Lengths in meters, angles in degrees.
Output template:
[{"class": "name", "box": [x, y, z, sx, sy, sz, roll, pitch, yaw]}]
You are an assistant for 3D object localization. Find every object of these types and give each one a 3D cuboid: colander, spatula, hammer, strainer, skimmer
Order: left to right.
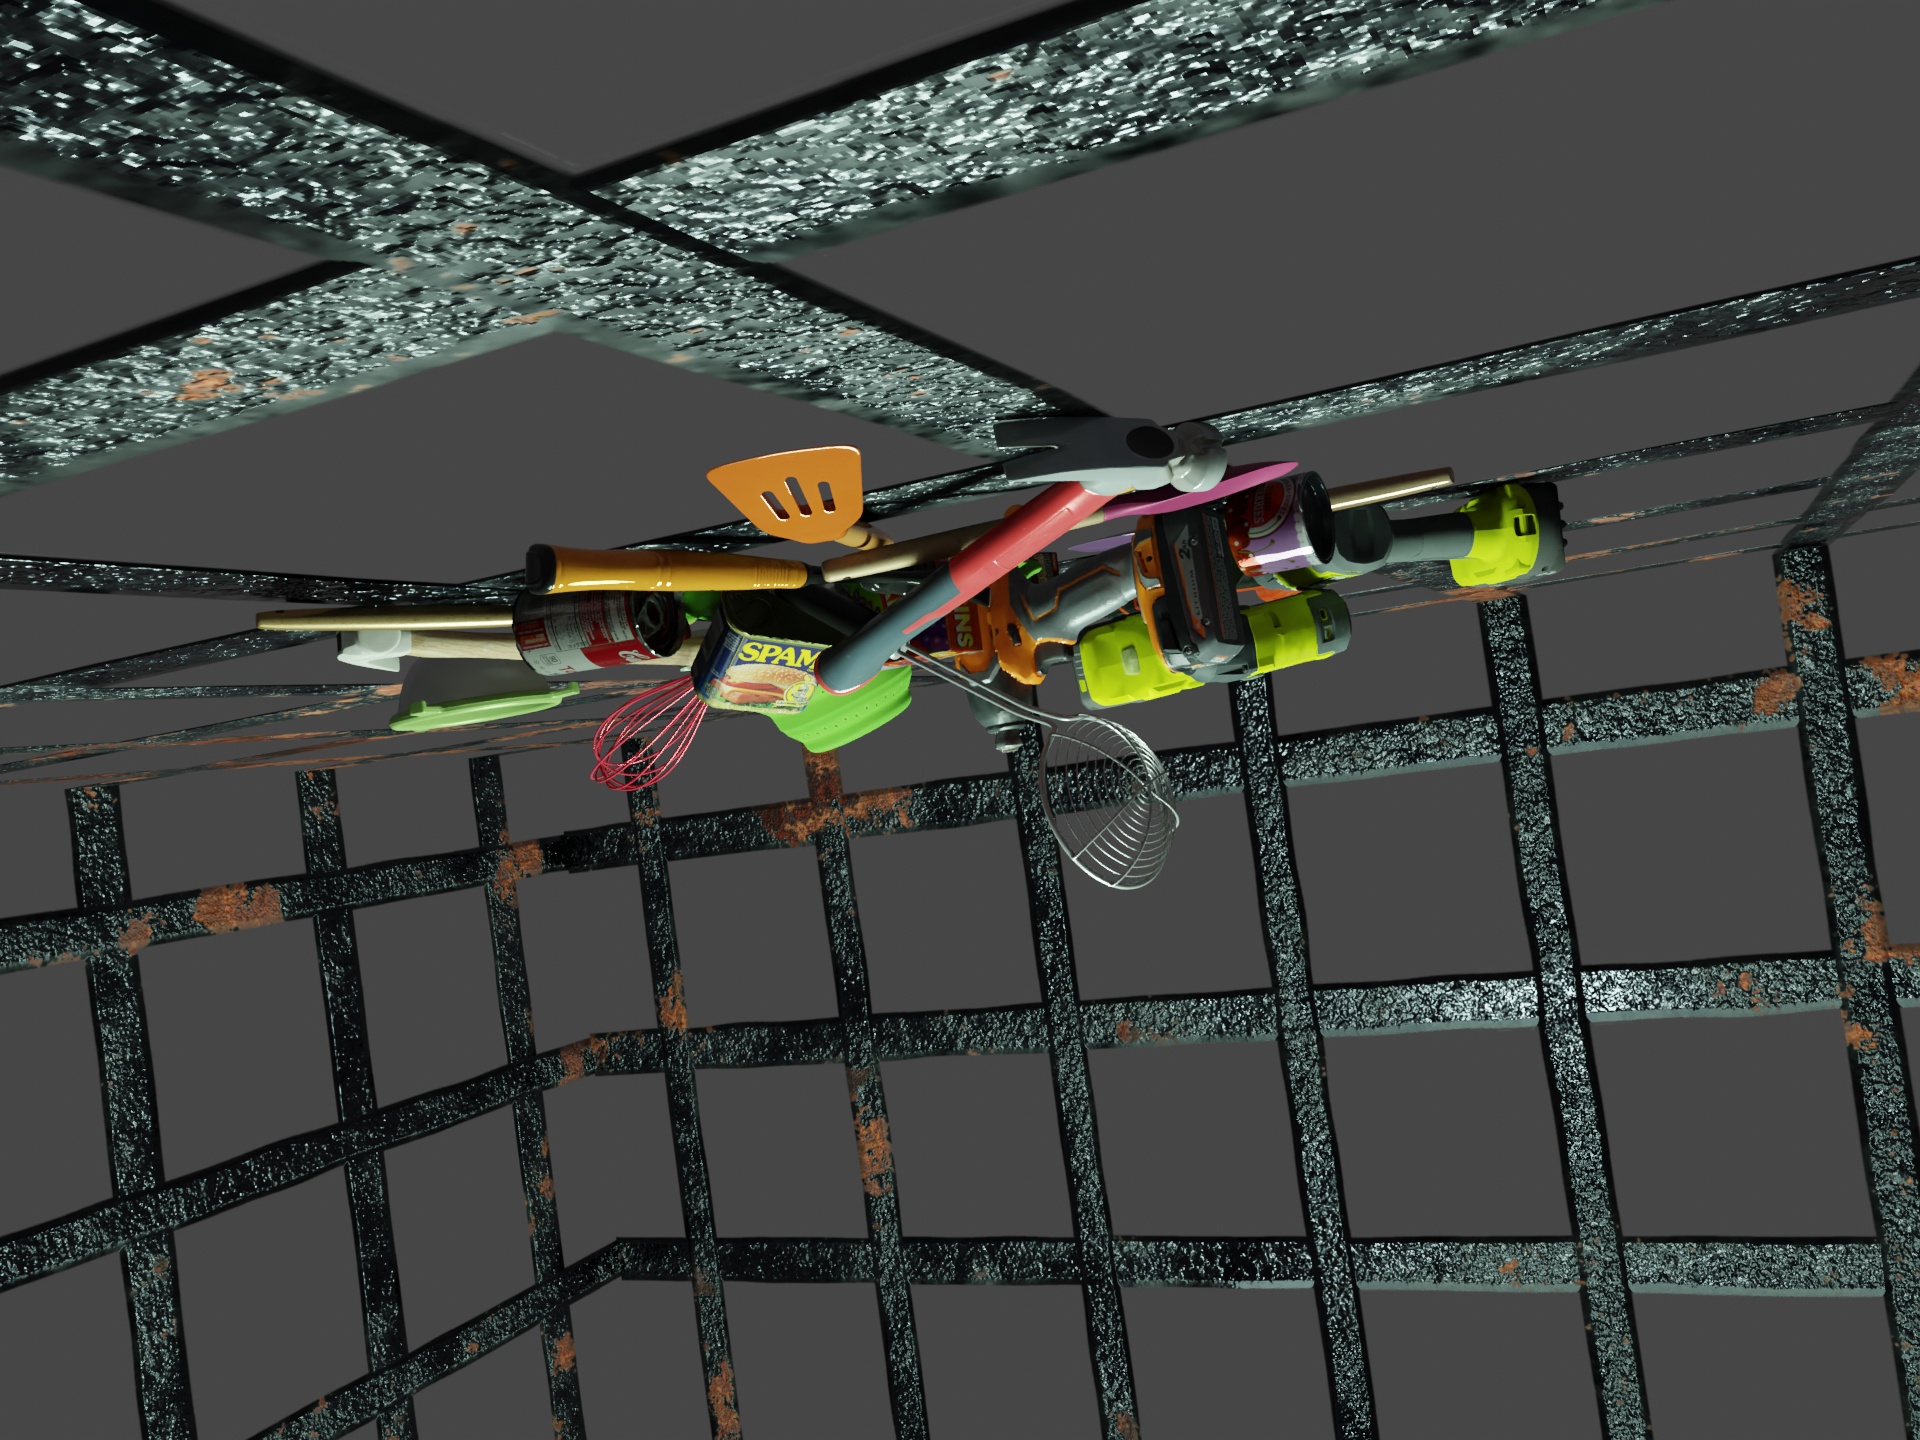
[{"class": "strainer", "box": [-0.468, -0.031, 1.473, 0.151, 0.069, 0.256, -10, 180, -35]}, {"class": "hammer", "box": [-0.335, -0.059, 1.297, 0.331, 0.031, 0.130, 0, 176, -33]}, {"class": "hammer", "box": [-0.133, -0.098, 1.072, 0.336, 0.034, 0.127, -4, -170, -44]}, {"class": "spatula", "box": [-0.072, -0.125, 0.964, 0.081, 0.041, 0.322, -9, -178, 7]}, {"class": "colander", "box": [-0.059, -0.051, 1.444, 0.397, 0.094, 0.204, -18, -167, 45]}, {"class": "hammer", "box": [-0.010, -0.089, 0.983, 0.143, 0.038, 0.386, -6, 166, -33]}, {"class": "skimmer", "box": [-0.002, -0.004, 1.166, 0.363, 0.090, 0.127, 29, -142, 22]}, {"class": "spatula", "box": [0.225, -0.159, 1.235, 0.316, 0.018, 0.059, -8, 178, 33]}]

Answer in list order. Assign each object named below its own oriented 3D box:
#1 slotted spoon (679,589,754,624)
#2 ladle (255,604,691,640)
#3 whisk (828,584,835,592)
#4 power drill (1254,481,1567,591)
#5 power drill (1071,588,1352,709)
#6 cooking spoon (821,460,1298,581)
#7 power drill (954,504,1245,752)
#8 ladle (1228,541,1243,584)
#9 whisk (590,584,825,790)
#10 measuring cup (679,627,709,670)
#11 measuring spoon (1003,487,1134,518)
[{"class": "slotted spoon", "box": [-0.237, -0.088, 1.364, 0.070, 0.031, 0.314, -8, 180, -24]}, {"class": "ladle", "box": [-0.346, -0.076, 1.165, 0.315, 0.031, 0.069, -3, -152, -31]}, {"class": "whisk", "box": [-0.143, -0.090, 1.420, 0.055, 0.055, 0.239, -7, 174, -36]}, {"class": "power drill", "box": [0.372, -0.148, 1.354, 0.228, 0.080, 0.190, -5, 178, -12]}, {"class": "power drill", "box": [0.196, -0.061, 1.354, 0.171, 0.080, 0.223, -14, -177, -29]}, {"class": "cooking spoon", "box": [0.066, -0.131, 1.027, 0.319, 0.017, 0.069, -14, 177, -8]}, {"class": "power drill", "box": [0.097, -0.070, 1.225, 0.226, 0.164, 0.084, -11, 175, 28]}, {"class": "ladle", "box": [0.124, -0.135, 1.425, 0.078, 0.062, 0.320, -9, -174, -41]}, {"class": "whisk", "box": [-0.213, -0.031, 1.321, 0.296, 0.073, 0.073, -39, 163, 27]}, {"class": "measuring cup", "box": [-0.260, -0.074, 1.560, 0.083, 0.038, 0.167, -8, 176, 17]}, {"class": "measuring spoon", "box": [0.081, -0.150, 1.053, 0.117, 0.011, 0.021, -13, 178, 26]}]
